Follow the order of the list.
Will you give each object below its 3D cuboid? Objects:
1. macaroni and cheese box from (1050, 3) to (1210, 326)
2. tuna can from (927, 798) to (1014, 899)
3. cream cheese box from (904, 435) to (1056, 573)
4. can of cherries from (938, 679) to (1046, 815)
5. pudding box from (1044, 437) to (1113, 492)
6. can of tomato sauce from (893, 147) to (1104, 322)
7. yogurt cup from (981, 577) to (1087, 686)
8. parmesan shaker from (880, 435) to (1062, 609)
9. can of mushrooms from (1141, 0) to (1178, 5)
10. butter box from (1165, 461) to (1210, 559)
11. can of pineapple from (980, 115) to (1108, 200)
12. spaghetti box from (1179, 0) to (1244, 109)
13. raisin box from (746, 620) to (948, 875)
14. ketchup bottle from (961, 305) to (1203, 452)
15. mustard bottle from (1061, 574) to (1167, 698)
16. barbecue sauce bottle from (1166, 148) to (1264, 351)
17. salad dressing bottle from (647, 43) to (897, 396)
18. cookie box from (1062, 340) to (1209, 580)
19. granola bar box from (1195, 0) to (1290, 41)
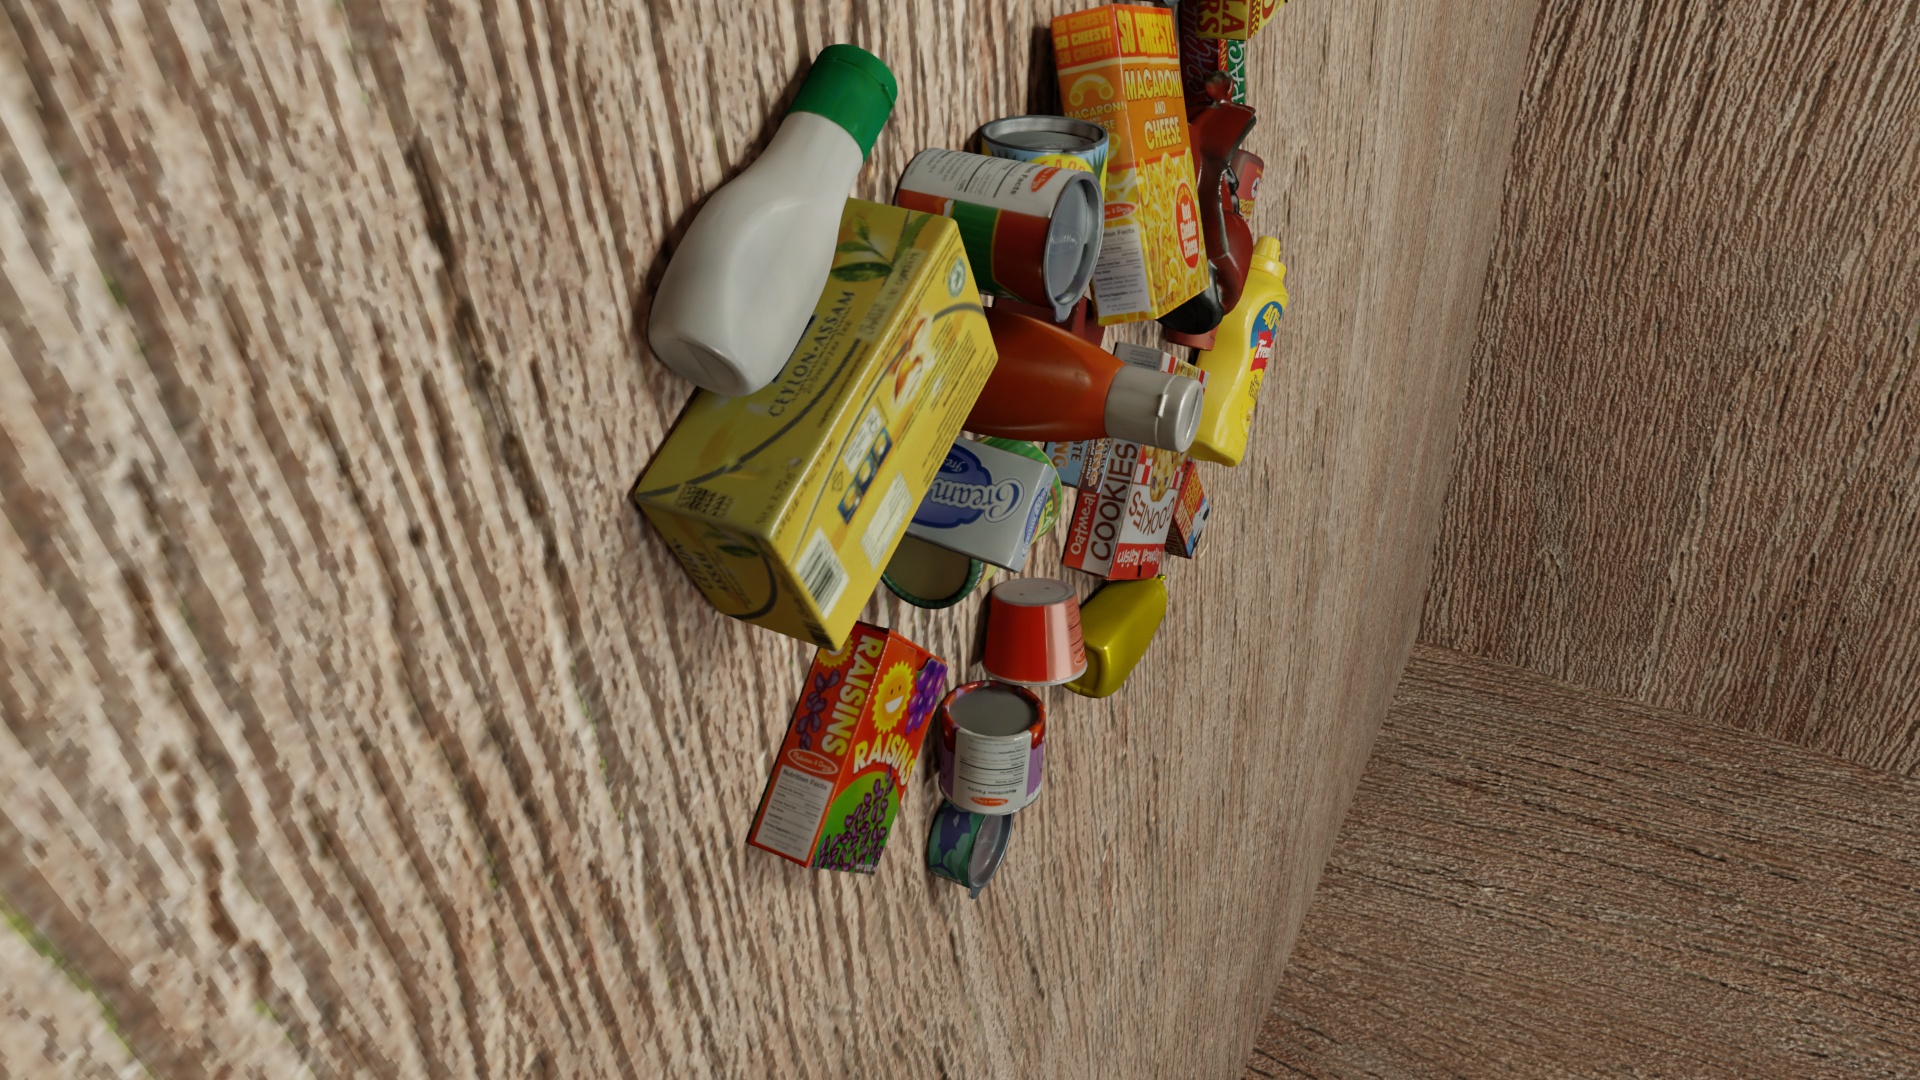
[{"bbox_3d":[0.100,-0.217,0.799,0.124,0.040,0.166,-37,120,-61],"label":"macaroni and cheese box"},{"bbox_3d":[0.006,0.199,0.925,0.071,0.033,0.070,-44,143,-48],"label":"tuna can"},{"bbox_3d":[-0.012,-0.025,0.658,0.024,0.104,0.053,30,79,-73],"label":"cream cheese box"},{"bbox_3d":[0.019,0.128,0.873,0.072,0.071,0.058,-40,139,-52],"label":"can of cherries"},{"bbox_3d":[0.082,-0.075,0.924,0.050,0.030,0.083,8,98,-67],"label":"pudding box"},{"bbox_3d":[0.018,-0.149,0.671,0.071,0.083,0.070,-45,143,-48],"label":"can of tomato sauce"},{"bbox_3d":[0.047,0.057,0.891,0.073,0.072,0.053,-30,123,-58],"label":"yogurt cup"},{"bbox_3d":[0.003,-0.009,0.748,0.103,0.071,0.071,-37,137,-54],"label":"parmesan shaker"},{"bbox_3d":[0.113,-0.353,0.815,0.071,0.033,0.070,-45,144,-47],"label":"can of mushrooms"},{"bbox_3d":[0.190,-0.027,1.196,0.053,0.024,0.103,-68,156,-15],"label":"butter box"},{"bbox_3d":[0.043,-0.184,0.722,0.071,0.071,0.057,-43,142,-49],"label":"can of pineapple"},{"bbox_3d":[0.167,-0.374,0.925,0.050,0.029,0.248,-58,151,-31],"label":"spaghetti box"},{"bbox_3d":[-0.056,0.109,0.726,0.086,0.040,0.123,39,68,-64],"label":"raisin box"},{"bbox_3d":[0.045,-0.077,0.694,0.043,0.149,0.064,15,91,-65],"label":"ketchup bottle"},{"bbox_3d":[0.126,0.063,1.084,0.161,0.049,0.065,-40,140,-53],"label":"mustard bottle"},{"bbox_3d":[0.191,-0.220,1.055,0.065,0.044,0.148,-5,109,-66],"label":"barbecue sauce bottle"},{"bbox_3d":[-0.069,-0.128,0.545,0.148,0.044,0.064,-66,152,-21],"label":"salad dressing bottle"},{"bbox_3d":[0.133,-0.055,1.035,0.123,0.040,0.167,2,102,-66],"label":"cookie box"},{"bbox_3d":[0.187,-0.411,0.858,0.125,0.039,0.164,-50,146,-41],"label":"granola bar box"}]
